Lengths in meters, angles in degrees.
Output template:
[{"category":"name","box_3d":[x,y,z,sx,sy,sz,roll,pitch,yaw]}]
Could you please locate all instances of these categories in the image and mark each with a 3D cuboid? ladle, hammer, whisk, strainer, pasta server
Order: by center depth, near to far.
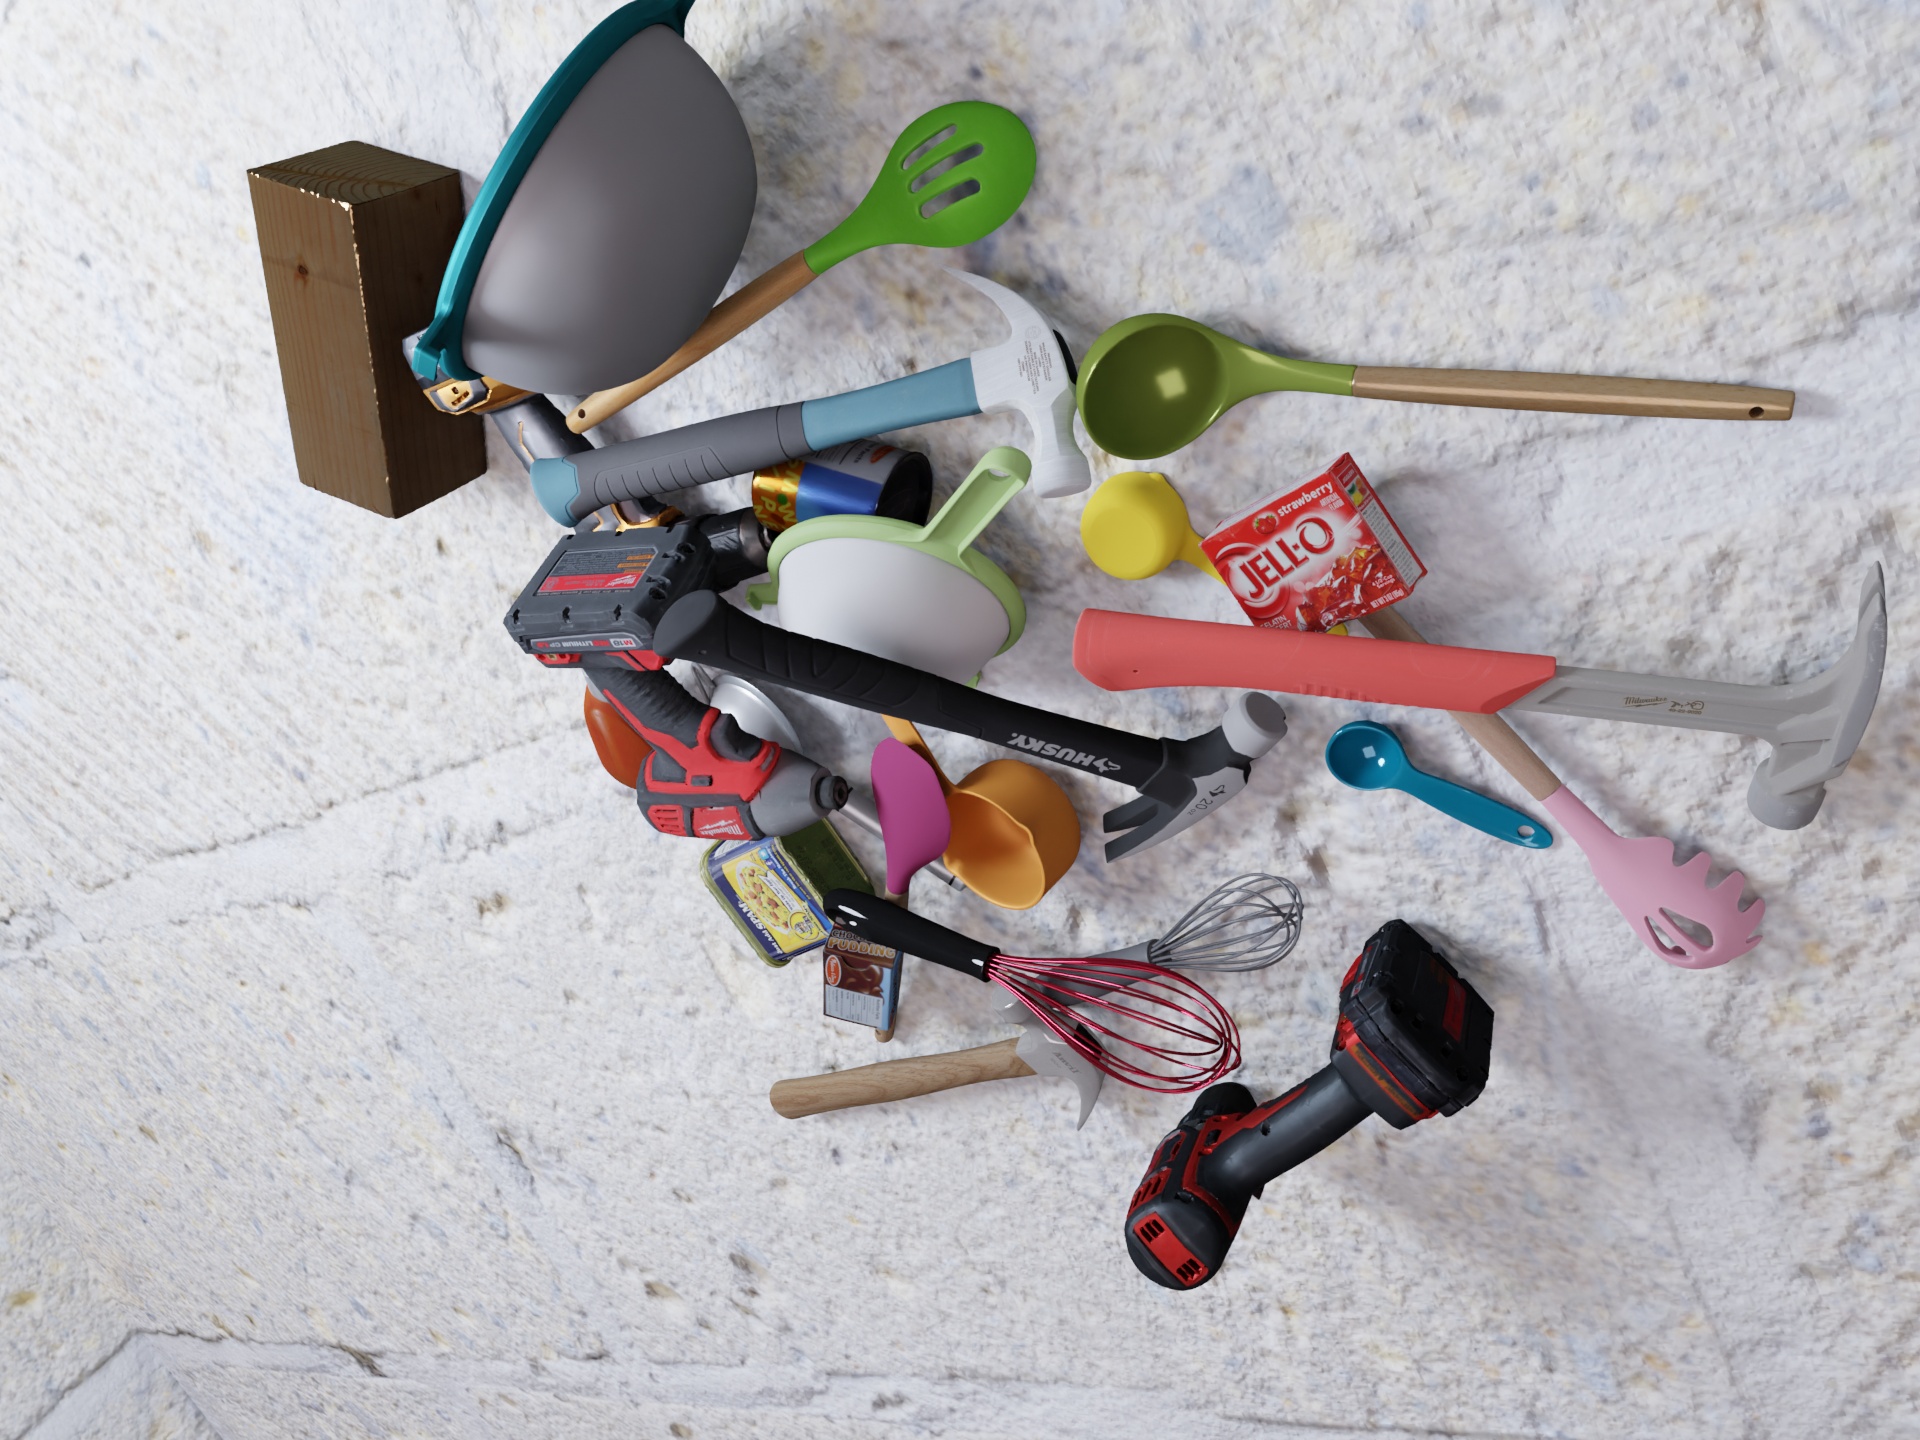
[{"category":"ladle","box_3d":[0.207,-0.149,0.738,0.320,0.062,0.078,9,139,24]},{"category":"hammer","box_3d":[0.230,-0.027,0.757,0.359,0.037,0.149,7,140,18]},{"category":"strainer","box_3d":[-0.129,-0.290,0.781,0.095,0.211,0.340,34,103,-7]},{"category":"pasta server","box_3d":[0.285,0.013,0.815,0.316,0.040,0.060,46,132,4]},{"category":"strainer","box_3d":[-0.024,-0.063,0.847,0.151,0.069,0.256,21,156,-14]},{"category":"hammer","box_3d":[-0.001,-0.003,0.860,0.334,0.035,0.146,16,140,-21]},{"category":"hammer","box_3d":[-0.094,-0.156,0.868,0.331,0.033,0.128,-9,87,22]},{"category":"whisk","box_3d":[0.036,0.158,0.984,0.296,0.073,0.073,17,127,28]},{"category":"whisk","box_3d":[0.121,0.144,0.989,0.239,0.055,0.055,-29,102,45]},{"category":"strainer","box_3d":[-0.088,0.047,1.060,0.258,0.050,0.086,33,147,6]},{"category":"hammer","box_3d":[-0.027,0.258,1.149,0.331,0.031,0.130,-23,120,44]}]

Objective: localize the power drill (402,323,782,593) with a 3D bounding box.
[{"category":"power drill","box_3d":[-0.218,-0.163,0.980,0.185,0.084,0.226,-11,116,34]}]

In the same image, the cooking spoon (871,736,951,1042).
[{"category":"cooking spoon","box_3d":[-0.043,0.126,1.060,0.069,0.017,0.318,36,144,25]}]

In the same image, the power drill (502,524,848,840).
[{"category":"power drill","box_3d":[-0.163,-0.009,0.960,0.143,0.079,0.219,0,137,27]}]

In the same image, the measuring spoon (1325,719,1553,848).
[{"category":"measuring spoon","box_3d":[0.258,0.034,0.854,0.128,0.021,0.042,25,129,4]}]

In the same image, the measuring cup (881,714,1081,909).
[{"category":"measuring cup","box_3d":[0.007,0.033,0.979,0.173,0.052,0.095,55,143,-2]}]

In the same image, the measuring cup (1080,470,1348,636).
[{"category":"measuring cup","box_3d":[0.133,-0.078,0.846,0.156,0.029,0.062,31,131,12]}]

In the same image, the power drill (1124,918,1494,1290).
[{"category":"power drill","box_3d":[0.198,0.218,0.926,0.080,0.188,0.226,46,114,5]}]

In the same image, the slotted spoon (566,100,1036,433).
[{"category":"slotted spoon","box_3d":[-0.098,-0.228,0.845,0.314,0.031,0.070,-25,86,27]}]
